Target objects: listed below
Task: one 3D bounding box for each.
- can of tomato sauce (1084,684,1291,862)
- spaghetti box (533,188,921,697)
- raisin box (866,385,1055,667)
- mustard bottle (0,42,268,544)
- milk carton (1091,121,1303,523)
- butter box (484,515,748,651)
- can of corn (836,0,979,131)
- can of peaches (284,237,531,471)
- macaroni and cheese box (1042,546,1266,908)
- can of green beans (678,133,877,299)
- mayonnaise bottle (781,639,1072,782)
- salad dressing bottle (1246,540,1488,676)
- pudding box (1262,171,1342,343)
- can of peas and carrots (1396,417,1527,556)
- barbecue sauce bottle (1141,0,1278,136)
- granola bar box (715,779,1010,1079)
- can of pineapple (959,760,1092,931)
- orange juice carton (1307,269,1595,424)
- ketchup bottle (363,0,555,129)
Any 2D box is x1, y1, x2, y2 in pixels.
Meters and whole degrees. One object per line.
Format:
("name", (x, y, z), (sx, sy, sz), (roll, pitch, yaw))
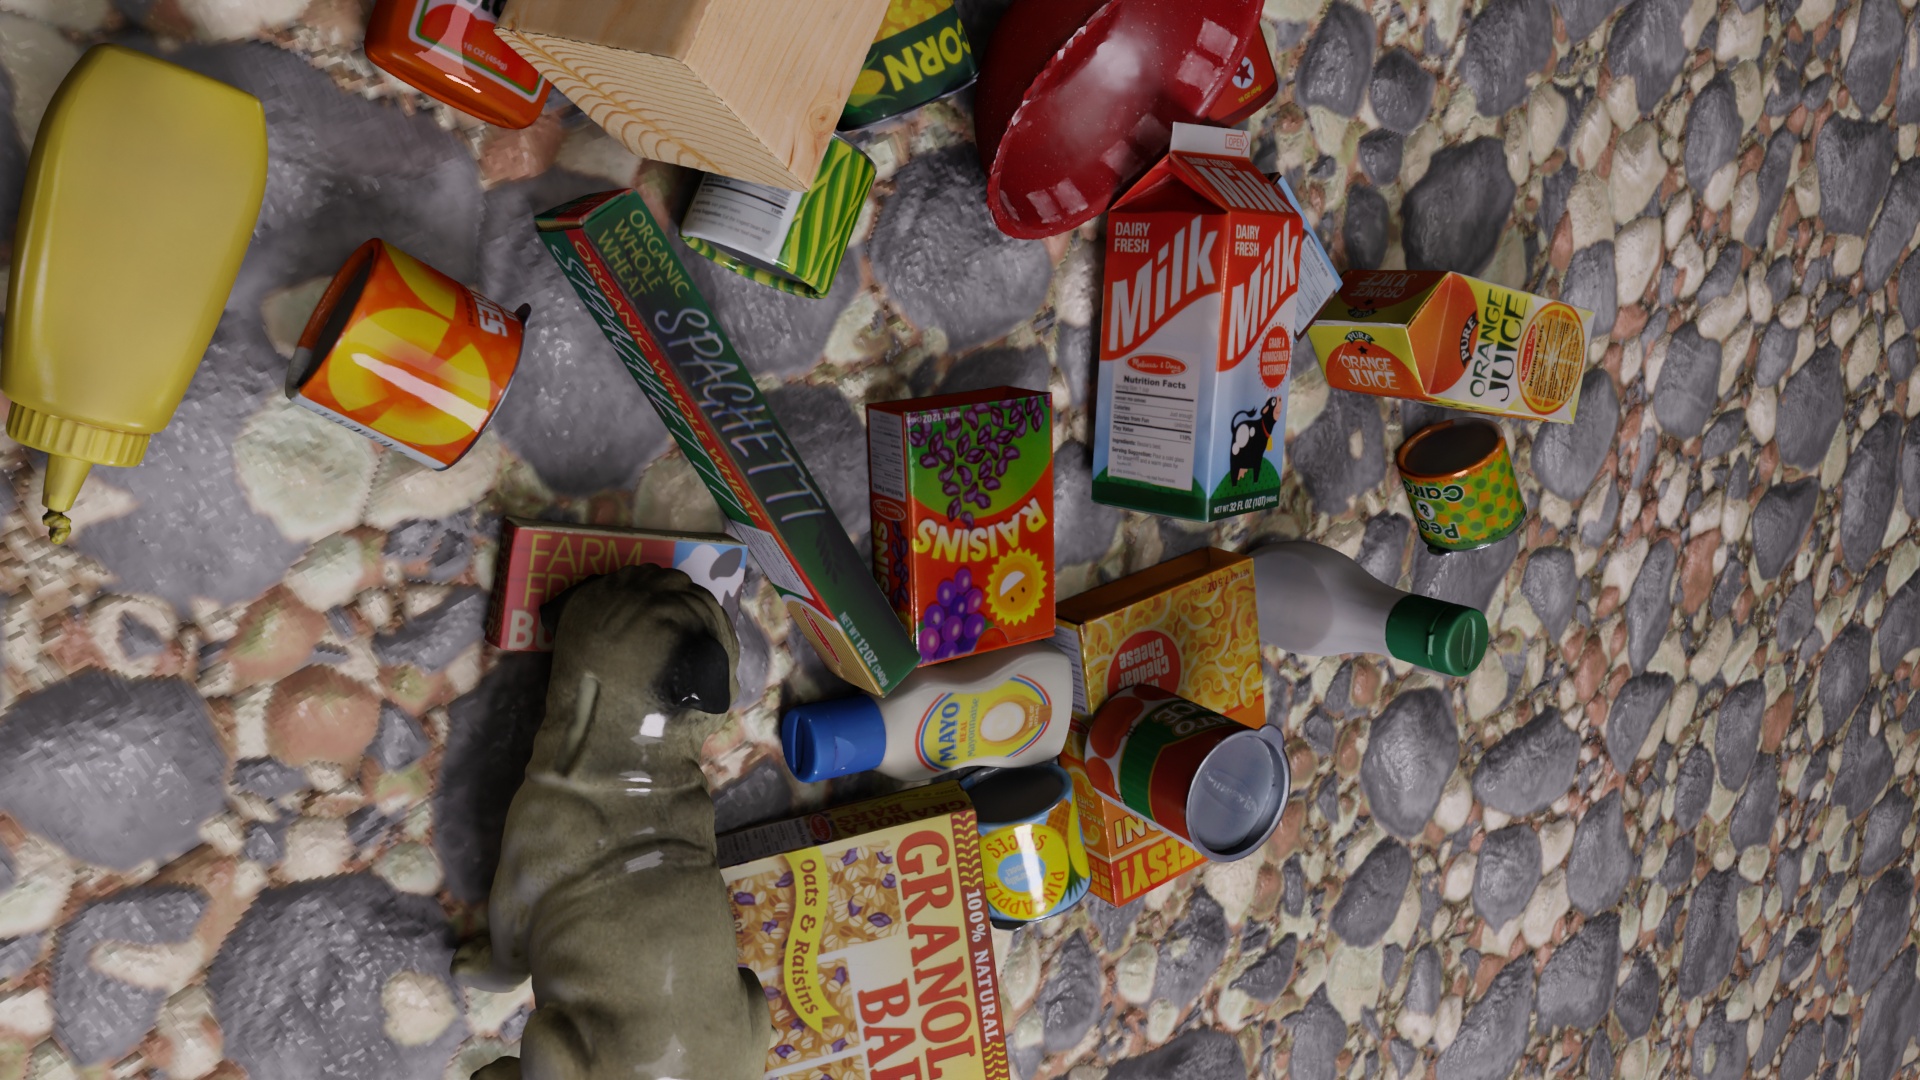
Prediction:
("can of tomato sauce", (0.112, 0.112, 0.695), (0.071, 0.083, 0.071), (-7, 104, -31))
("spaghetti box", (-0.093, -0.035, 0.592), (0.029, 0.050, 0.249), (-42, 120, -23))
("raisin box", (0.002, -0.008, 0.671), (0.086, 0.040, 0.123), (-11, 107, -34))
("mustard bottle", (-0.278, -0.077, 0.455), (0.065, 0.049, 0.160), (17, 91, -36))
("milk carton", (0.120, -0.111, 0.701), (0.072, 0.073, 0.190), (-11, 108, -47))
("butter box", (-0.143, 0.021, 0.584), (0.104, 0.024, 0.053), (5, 96, -36))
("can of corn", (-0.031, -0.213, 0.585), (0.071, 0.071, 0.058), (-35, 117, -24))
("can of peaches", (-0.199, -0.069, 0.501), (0.058, 0.071, 0.071), (29, 83, -35))
("macaroni and cheese box", (0.112, 0.100, 0.770), (0.124, 0.040, 0.166), (-18, 109, -30))
("can of green beans", (-0.075, -0.139, 0.573), (0.071, 0.071, 0.058), (22, 88, -36))
("mayonnaise bottle", (-0.014, 0.087, 0.678), (0.148, 0.041, 0.064), (-7, 108, -34))
("salad dressing bottle", (0.216, 0.039, 0.762), (0.044, 0.148, 0.064), (-7, 105, -34))
("pudding box", (0.171, -0.155, 0.763), (0.050, 0.030, 0.083), (-51, 123, -14))
("can of peas and carrots", (0.309, -0.034, 0.863), (0.071, 0.071, 0.058), (-39, 119, -22))
("barbecue sauce bottle", (0.108, -0.278, 0.685), (0.065, 0.044, 0.148), (-37, 118, -22))
("granola bar box", (-0.046, 0.207, 0.662), (0.124, 0.039, 0.165), (-11, 107, -13))
("can of pineapple", (0.030, 0.153, 0.705), (0.071, 0.071, 0.057), (-23, 112, -29))
("orange juice carton", (0.288, -0.117, 0.826), (0.193, 0.072, 0.073), (4, 98, -36))
("ketchup bottle", (-0.161, -0.231, 0.507), (0.065, 0.043, 0.149), (22, 87, -42))
